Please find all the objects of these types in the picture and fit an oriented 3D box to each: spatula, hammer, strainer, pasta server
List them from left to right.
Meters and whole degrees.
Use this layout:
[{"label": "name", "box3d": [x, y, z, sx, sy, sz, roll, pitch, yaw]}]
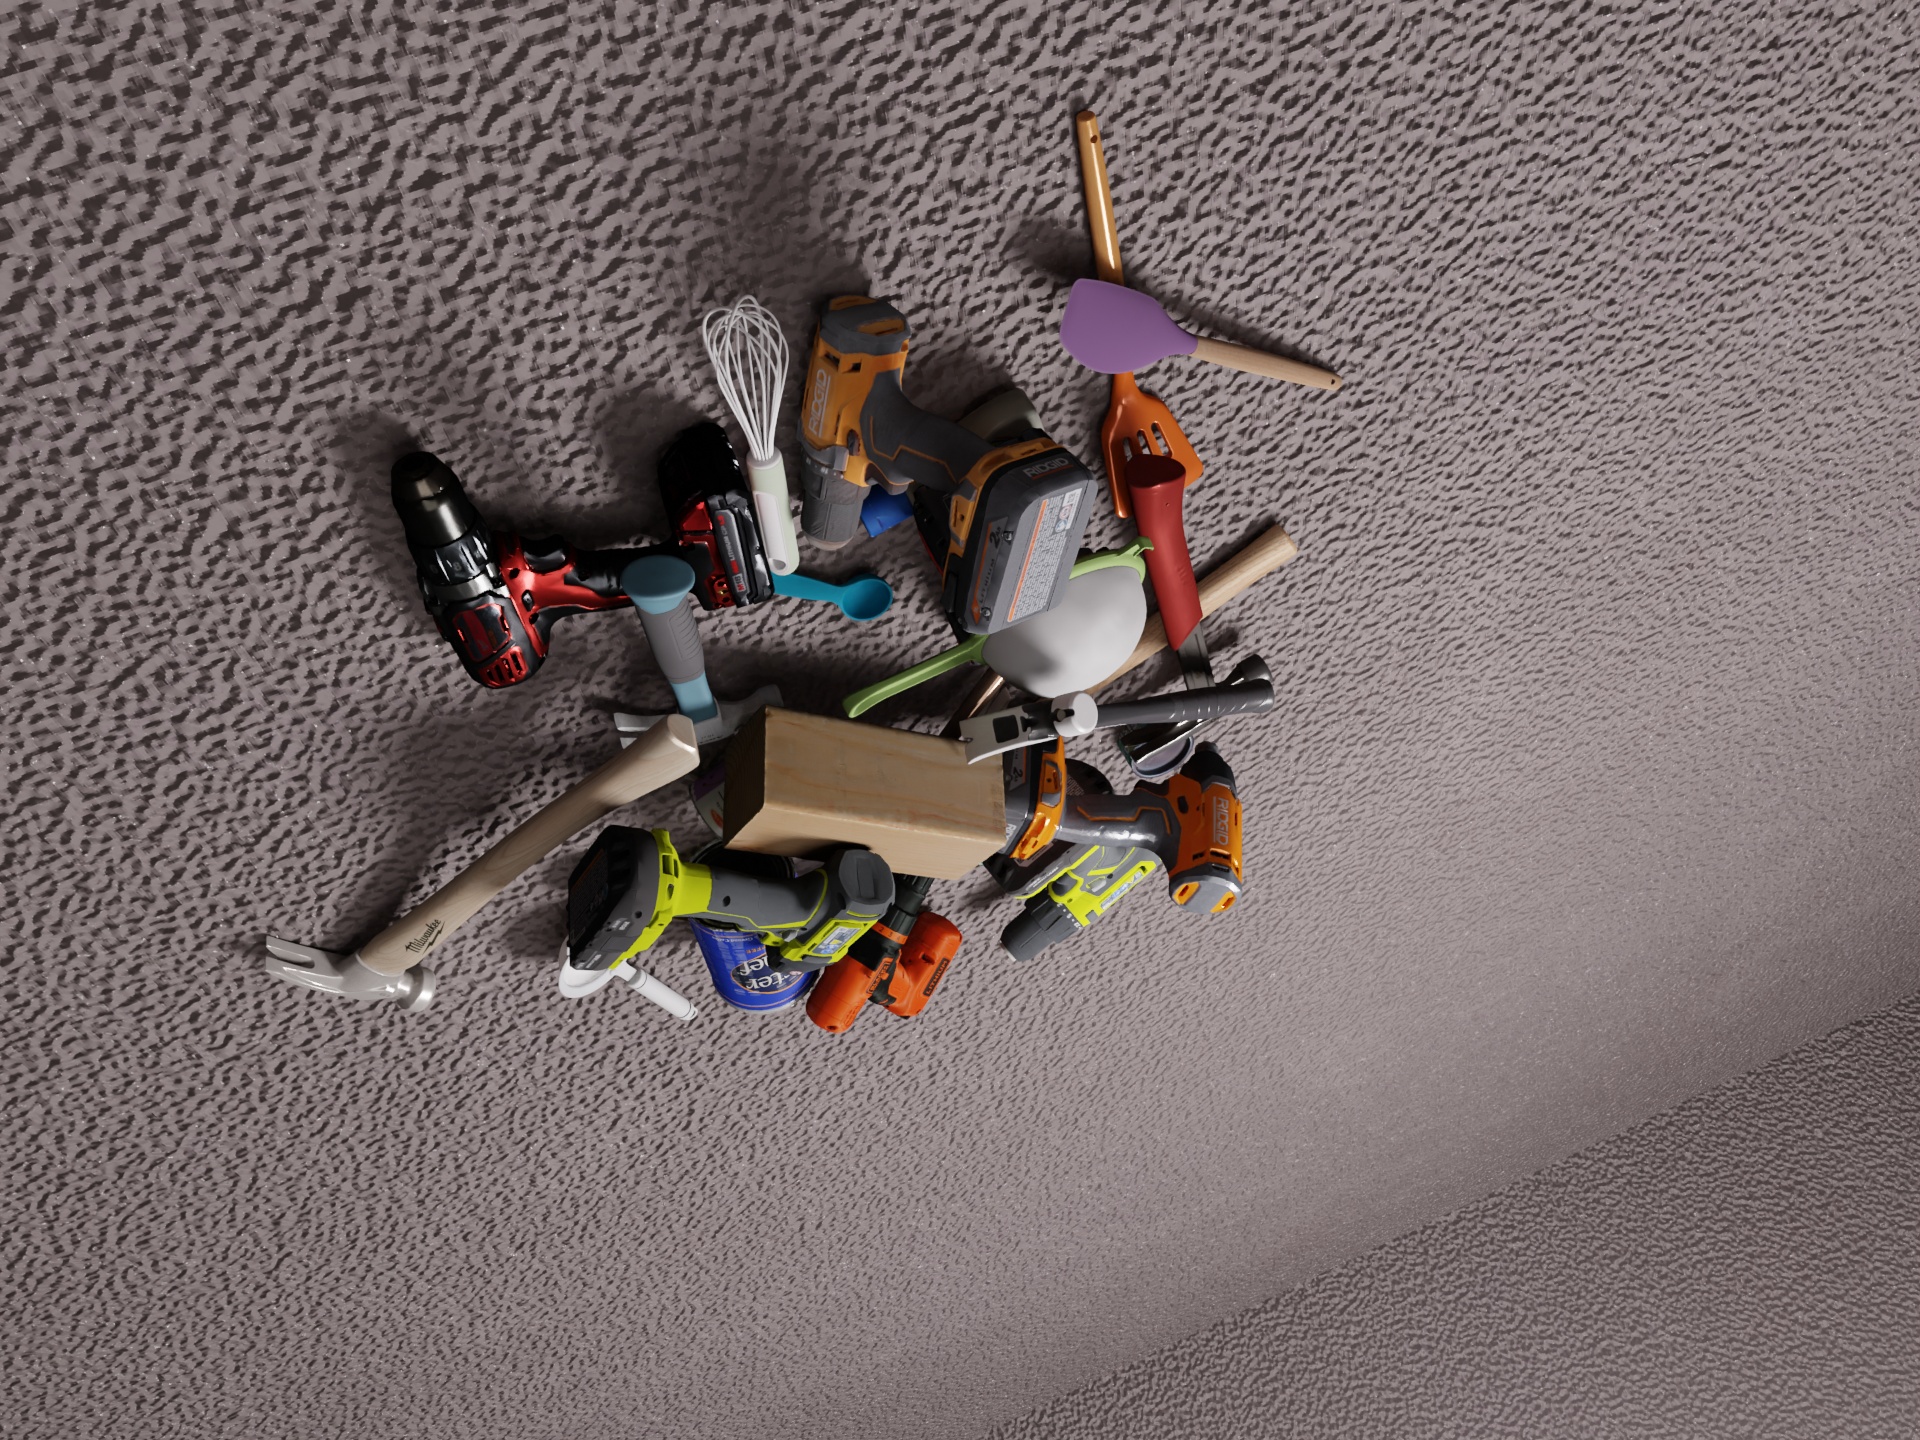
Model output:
[{"label": "hammer", "box3d": [-0.361, 0.109, 1.225, 0.410, 0.038, 0.146, -35, 141, 24]}, {"label": "strainer", "box3d": [-0.302, 0.231, 1.447, 0.087, 0.050, 0.258, -51, 148, -10]}, {"label": "hammer", "box3d": [-0.194, -0.041, 1.117, 0.128, 0.033, 0.331, -18, 165, -9]}, {"label": "pasta server", "box3d": [-0.002, -0.004, 1.353, 0.060, 0.040, 0.316, 29, 105, -37]}, {"label": "strainer", "box3d": [0.039, -0.040, 1.195, 0.256, 0.069, 0.151, -25, 163, -13]}, {"label": "spatula", "box3d": [0.117, -0.283, 1.133, 0.081, 0.041, 0.322, -29, 141, -9]}, {"label": "hammer", "box3d": [0.151, -0.064, 1.401, 0.331, 0.031, 0.129, -36, 141, 9]}, {"label": "hammer", "box3d": [0.147, -0.007, 1.309, 0.334, 0.035, 0.146, -7, 175, -44]}, {"label": "hammer", "box3d": [0.173, -0.091, 1.320, 0.149, 0.037, 0.358, -30, 146, -2]}, {"label": "spatula", "box3d": [0.185, -0.270, 1.171, 0.315, 0.018, 0.059, 0, 113, -42]}]

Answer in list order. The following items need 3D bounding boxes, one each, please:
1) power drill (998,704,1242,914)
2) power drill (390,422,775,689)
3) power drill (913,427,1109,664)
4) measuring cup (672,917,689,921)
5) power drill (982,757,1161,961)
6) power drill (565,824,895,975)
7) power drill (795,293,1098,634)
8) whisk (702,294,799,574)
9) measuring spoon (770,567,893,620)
[{"label": "power drill", "box3d": [0.136, 0.064, 1.367, 0.226, 0.164, 0.084, 16, 141, -9]}, {"label": "power drill", "box3d": [-0.253, -0.124, 1.062, 0.226, 0.080, 0.187, -19, 140, -8]}, {"label": "power drill", "box3d": [0.048, -0.124, 1.207, 0.143, 0.079, 0.219, -27, 160, 0]}, {"label": "measuring cup", "box3d": [-0.276, 0.160, 1.389, 0.029, 0.062, 0.156, -6, 165, 27]}, {"label": "power drill", "box3d": [0.095, 0.141, 1.519, 0.190, 0.080, 0.228, -40, 152, -1]}, {"label": "power drill", "box3d": [-0.185, 0.151, 1.241, 0.223, 0.080, 0.171, 10, 145, -29]}, {"label": "power drill", "box3d": [-0.027, -0.149, 1.050, 0.084, 0.226, 0.185, -24, 144, -37]}, {"label": "whisk", "box3d": [-0.136, -0.185, 1.086, 0.058, 0.059, 0.246, 12, 144, 11]}, {"label": "measuring spoon", "box3d": [-0.113, -0.106, 1.214, 0.128, 0.021, 0.042, 10, 129, -26]}]
